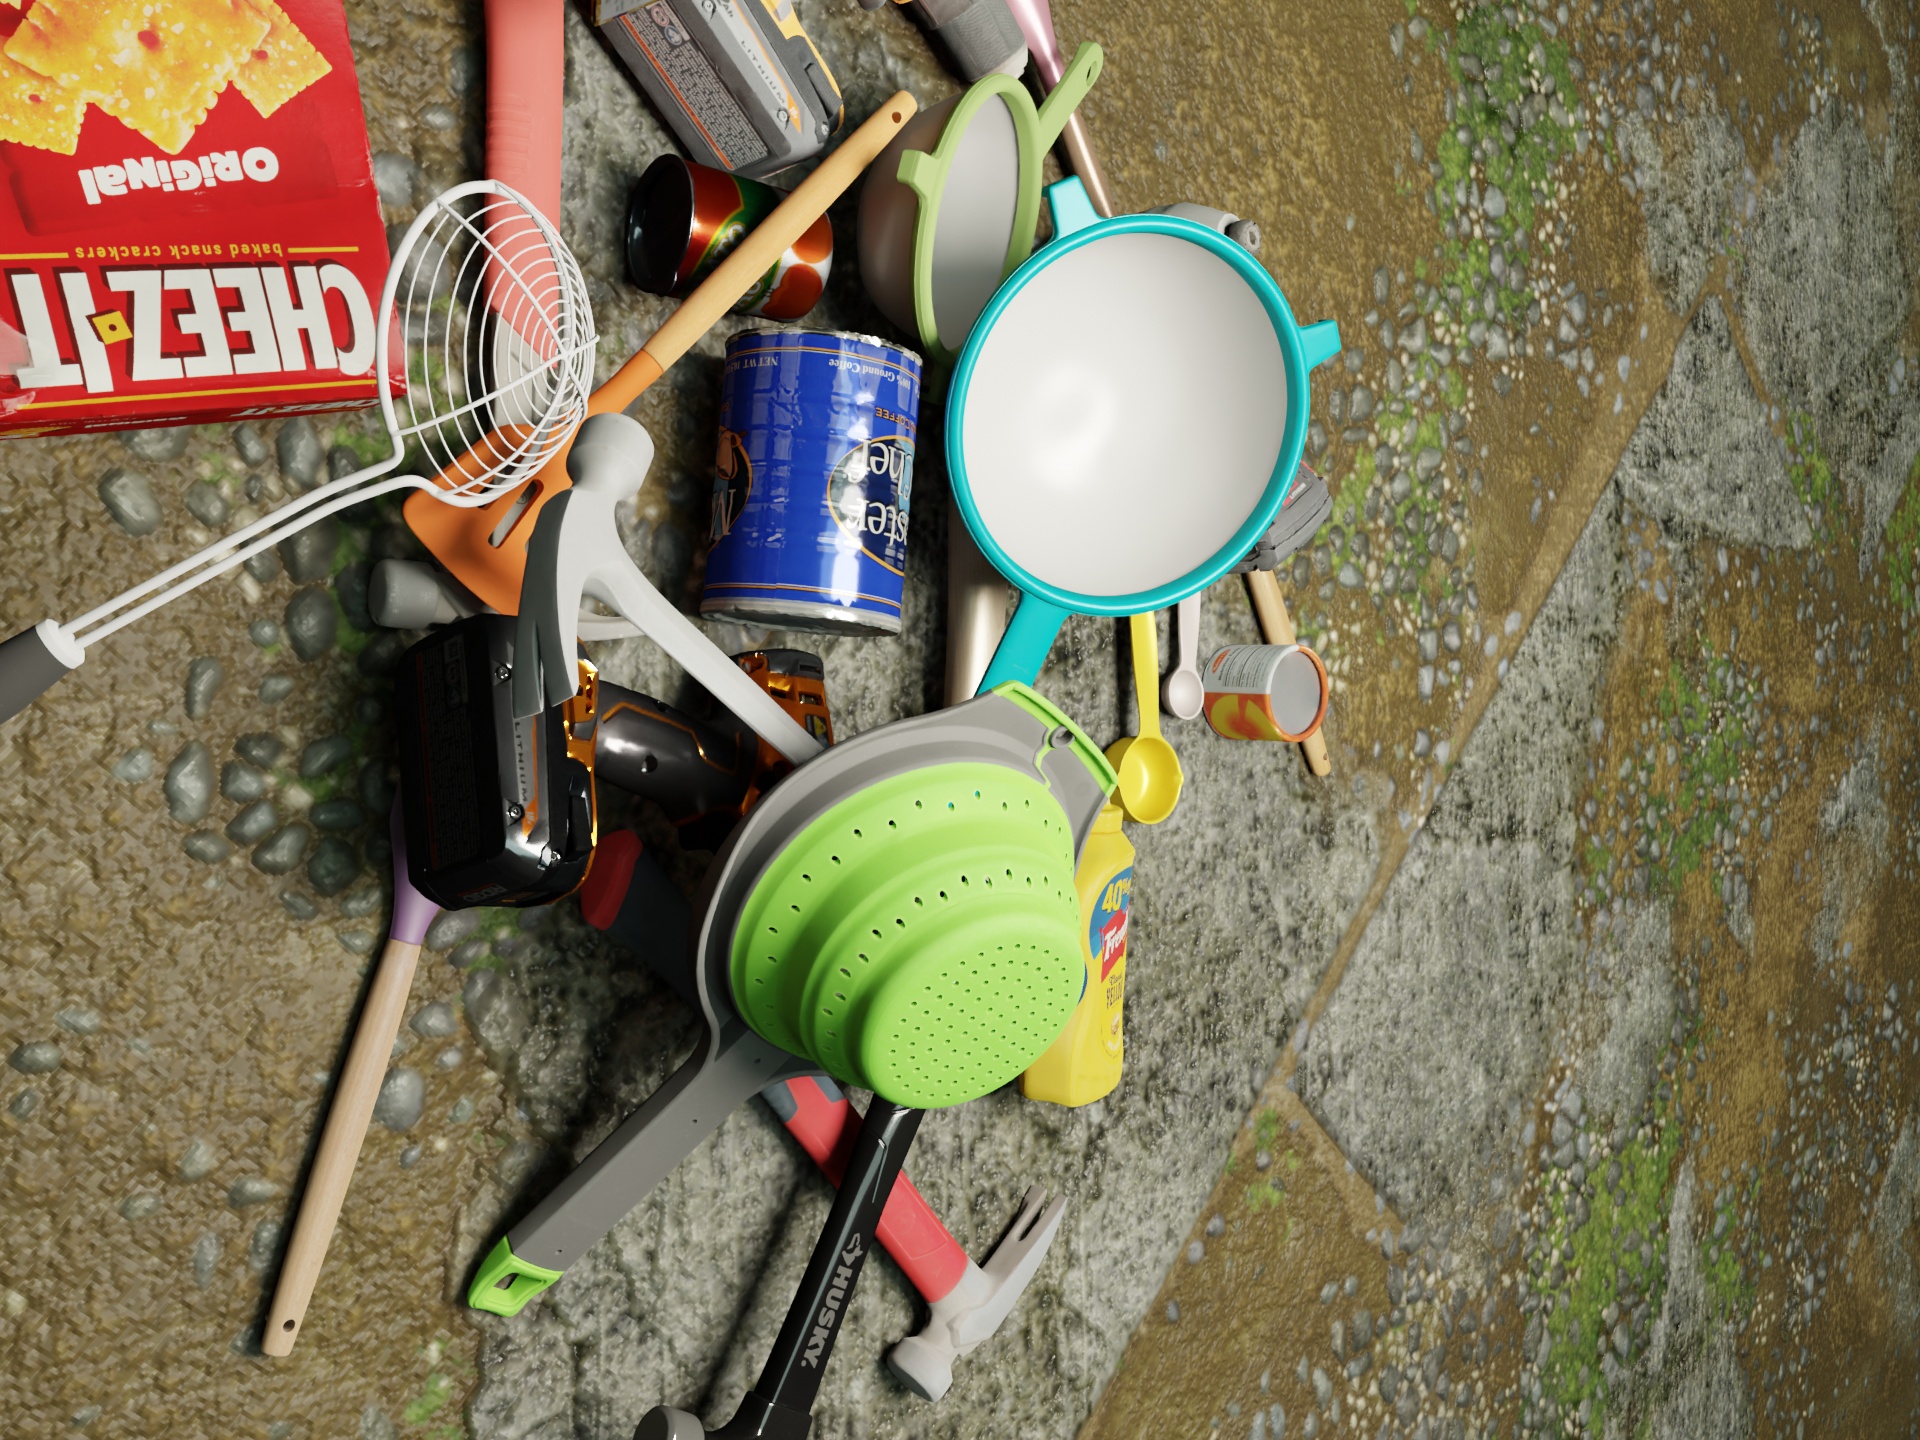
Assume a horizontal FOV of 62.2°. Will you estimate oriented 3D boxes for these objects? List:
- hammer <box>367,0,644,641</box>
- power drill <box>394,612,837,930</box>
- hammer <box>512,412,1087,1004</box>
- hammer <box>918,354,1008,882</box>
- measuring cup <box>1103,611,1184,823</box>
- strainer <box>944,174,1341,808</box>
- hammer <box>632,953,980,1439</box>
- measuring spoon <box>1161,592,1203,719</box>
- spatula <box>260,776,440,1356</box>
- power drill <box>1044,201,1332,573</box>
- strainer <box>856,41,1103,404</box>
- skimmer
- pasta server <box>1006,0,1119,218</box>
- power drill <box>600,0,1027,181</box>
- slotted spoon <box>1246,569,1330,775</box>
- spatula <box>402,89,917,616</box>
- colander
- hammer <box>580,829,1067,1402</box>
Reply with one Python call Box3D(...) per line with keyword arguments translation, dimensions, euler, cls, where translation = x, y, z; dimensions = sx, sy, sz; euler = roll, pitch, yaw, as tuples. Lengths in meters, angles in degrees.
Box3D(translation=(-0.198, -0.217, 0.750), dimensions=(0.149, 0.037, 0.359), euler=(1, 92, -40), cls="hammer")
Box3D(translation=(-0.140, 0.040, 0.740), dimensions=(0.226, 0.084, 0.164), euler=(8, 68, -52), cls="power drill")
Box3D(translation=(-0.057, 0.038, 0.764), dimensions=(0.405, 0.035, 0.144), euler=(46, 40, -37), cls="hammer")
Box3D(translation=(-0.001, -0.003, 0.921), dimensions=(0.146, 0.038, 0.410), euler=(0, 92, -38), cls="hammer")
Box3D(translation=(0.111, -0.011, 1.022), dimensions=(0.062, 0.029, 0.156), euler=(1, 86, -40), cls="measuring cup")
Box3D(translation=(0.051, -0.113, 0.886), dimensions=(0.210, 0.095, 0.340), euler=(20, 102, -26), cls="strainer")
Box3D(translation=(-0.044, 0.245, 0.845), dimensions=(0.146, 0.035, 0.335), euler=(36, 67, -35), cls="hammer")
Box3D(translation=(0.146, -0.061, 1.058), dimensions=(0.034, 0.018, 0.124), euler=(11, 78, -40), cls="measuring spoon")
Box3D(translation=(-0.259, 0.126, 0.724), dimensions=(0.059, 0.018, 0.316), euler=(24, 76, -39), cls="spatula")
Box3D(translation=(0.141, -0.202, 0.963), dimensions=(0.078, 0.143, 0.219), euler=(-41, 118, -38), cls="power drill")
Box3D(translation=(0.006, -0.306, 0.874), dimensions=(0.151, 0.069, 0.256), euler=(84, 28, -51), cls="strainer")
Box3D(translation=(-0.299, -0.080, 0.617), dimensions=(0.363, 0.090, 0.127), euler=(-32, 150, -9), cls="skimmer")
Box3D(translation=(0.068, -0.347, 0.974), dimensions=(0.060, 0.040, 0.316), euler=(-42, 121, -30), cls="pasta server")
Box3D(translation=(-0.061, -0.373, 0.834), dimensions=(0.185, 0.084, 0.226), euler=(52, 57, -30), cls="power drill")
Box3D(translation=(0.209, -0.099, 1.098), dimensions=(0.070, 0.031, 0.313), euler=(-36, 115, -35), cls="slotted spoon")
Box3D(translation=(-0.124, -0.184, 0.742), dimensions=(0.322, 0.041, 0.081), euler=(-49, 121, -12), cls="spatula")
Box3D(translation=(-0.070, 0.162, 0.722), dimensions=(0.397, 0.095, 0.204), euler=(-44, 135, 5), cls="colander")
Box3D(translation=(-0.071, 0.200, 0.869), dimensions=(0.143, 0.038, 0.386), euler=(-47, 119, -29), cls="hammer")
